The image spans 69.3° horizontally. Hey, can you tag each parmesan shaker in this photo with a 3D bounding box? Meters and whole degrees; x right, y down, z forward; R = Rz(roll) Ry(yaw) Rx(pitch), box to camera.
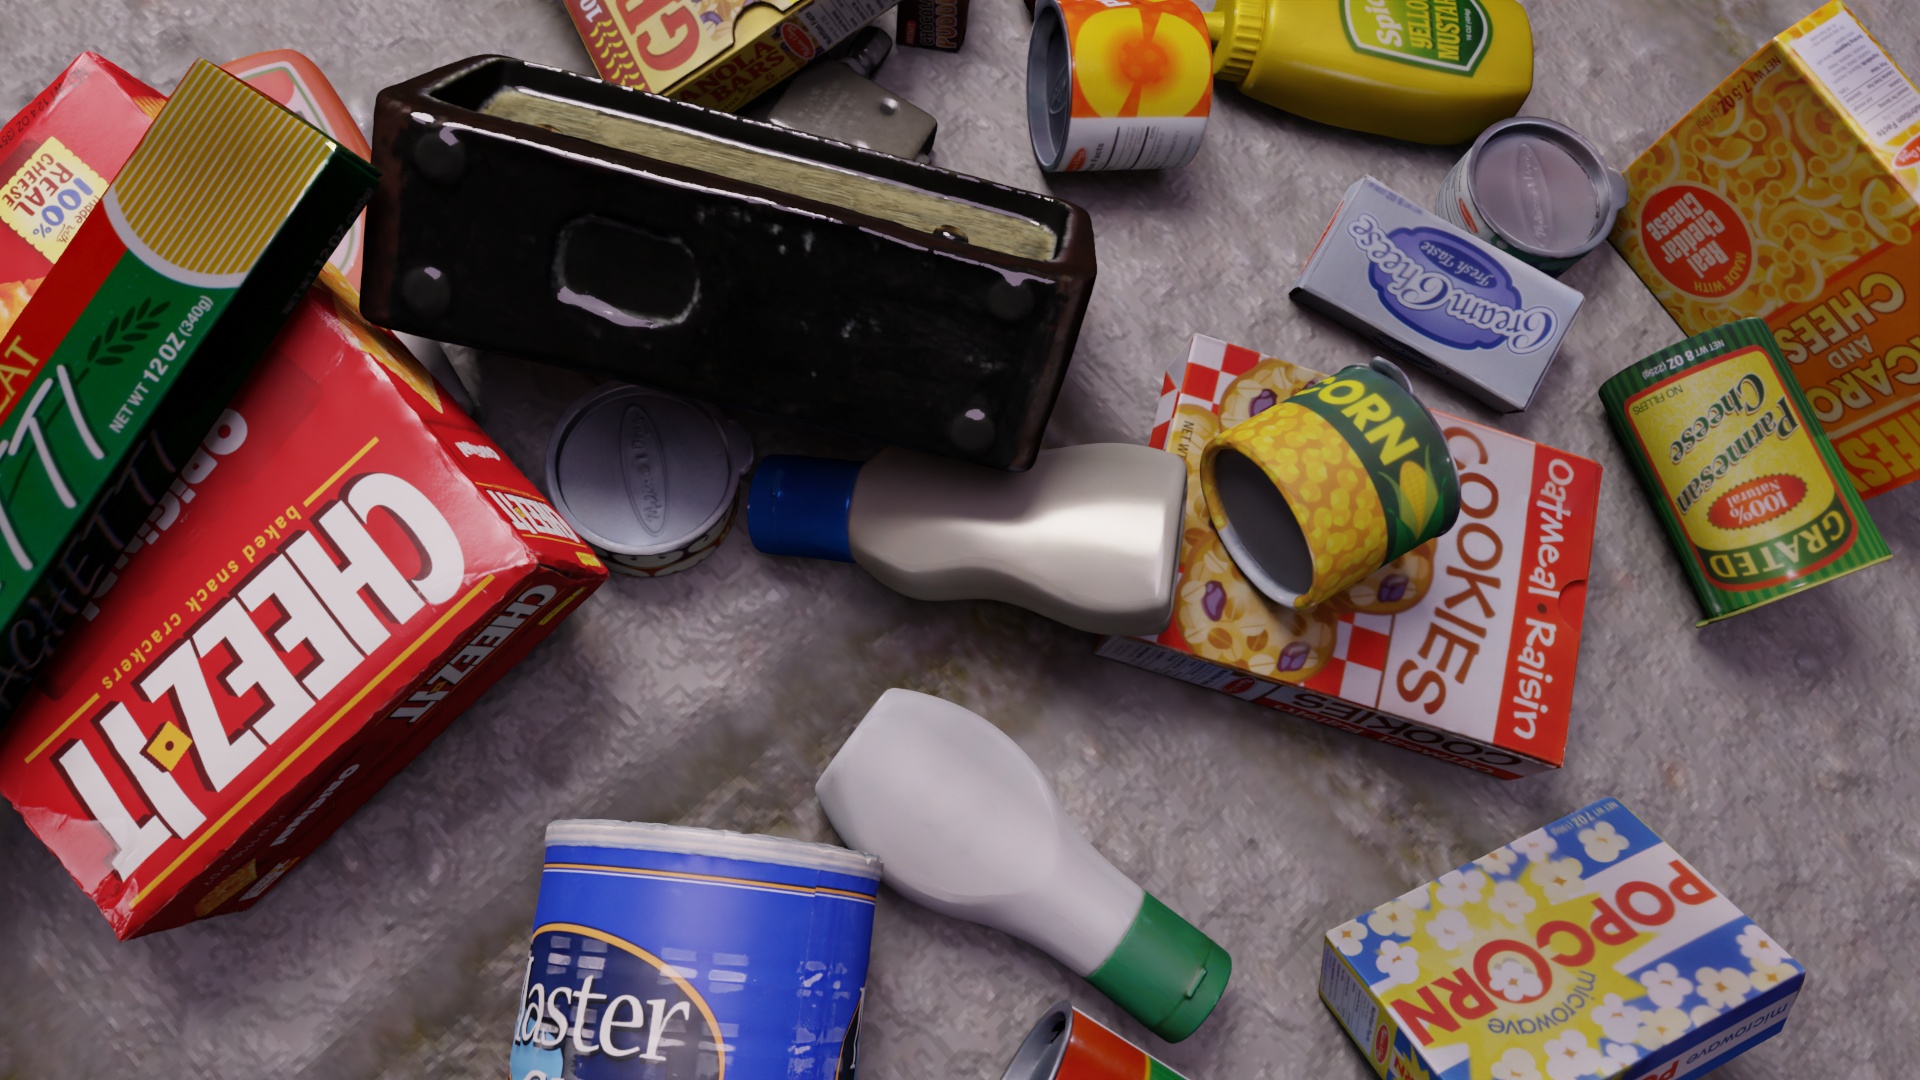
[{"bbox_3d":[0.301,-0.026,0.543,0.071,0.071,0.103,-17,76,-13],"label":"parmesan shaker"}]

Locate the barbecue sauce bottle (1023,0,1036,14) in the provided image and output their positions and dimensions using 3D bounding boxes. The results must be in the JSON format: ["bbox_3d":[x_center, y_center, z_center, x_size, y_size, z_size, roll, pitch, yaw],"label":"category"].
[{"bbox_3d":[0.051,-0.297,0.597,0.065,0.043,0.149,-3,73,-8],"label":"barbecue sauce bottle"}]

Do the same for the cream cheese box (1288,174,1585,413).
[{"bbox_3d":[0.192,-0.099,0.562,0.104,0.024,0.053,29,89,1],"label":"cream cheese box"}]

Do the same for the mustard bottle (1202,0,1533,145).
[{"bbox_3d":[0.157,-0.207,0.583,0.160,0.048,0.065,4,70,-8],"label":"mustard bottle"}]

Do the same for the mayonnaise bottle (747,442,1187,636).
[{"bbox_3d":[0.002,-0.006,0.482,0.148,0.041,0.065,6,66,13],"label":"mayonnaise bottle"}]

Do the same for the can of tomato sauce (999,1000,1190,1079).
[{"bbox_3d":[0.051,0.197,0.434,0.083,0.071,0.071,32,71,1],"label":"can of tomato sauce"}]

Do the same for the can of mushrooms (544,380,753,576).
[{"bbox_3d":[-0.109,-0.022,0.494,0.071,0.033,0.071,2,72,-8],"label":"can of mushrooms"}]

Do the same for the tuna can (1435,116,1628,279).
[{"bbox_3d":[0.239,-0.141,0.584,0.071,0.032,0.071,2,73,-8],"label":"tuna can"}]

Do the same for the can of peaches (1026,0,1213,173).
[{"bbox_3d":[0.062,-0.183,0.551,0.058,0.071,0.071,-4,74,-10],"label":"can of peaches"}]

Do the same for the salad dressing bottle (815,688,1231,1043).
[{"bbox_3d":[0.022,0.111,0.469,0.148,0.044,0.064,37,70,2],"label":"salad dressing bottle"}]

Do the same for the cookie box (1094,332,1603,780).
[{"bbox_3d":[0.148,0.006,0.521,0.167,0.040,0.123,17,71,-3],"label":"cookie box"}]

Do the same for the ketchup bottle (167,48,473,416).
[{"bbox_3d":[-0.225,-0.100,0.494,0.065,0.043,0.149,-31,81,-10],"label":"ketchup bottle"}]

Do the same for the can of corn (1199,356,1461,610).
[{"bbox_3d":[0.122,-0.020,0.467,0.058,0.071,0.071,-27,79,-14],"label":"can of corn"}]

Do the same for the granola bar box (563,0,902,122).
[{"bbox_3d":[-0.107,-0.255,0.538,0.124,0.039,0.166,-30,79,10],"label":"granola bar box"}]

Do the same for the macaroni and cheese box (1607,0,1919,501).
[{"bbox_3d":[0.342,-0.104,0.541,0.040,0.123,0.166,-32,81,-15],"label":"macaroni and cheese box"}]

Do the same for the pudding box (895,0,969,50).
[{"bbox_3d":[-0.010,-0.252,0.571,0.030,0.049,0.084,3,73,-6],"label":"pudding box"}]

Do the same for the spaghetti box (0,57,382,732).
[{"bbox_3d":[-0.251,-0.014,0.379,0.050,0.028,0.250,33,87,6],"label":"spaghetti box"}]

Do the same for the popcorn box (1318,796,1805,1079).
[{"bbox_3d":[0.198,0.148,0.465,0.127,0.038,0.085,-20,40,-14],"label":"popcorn box"}]
